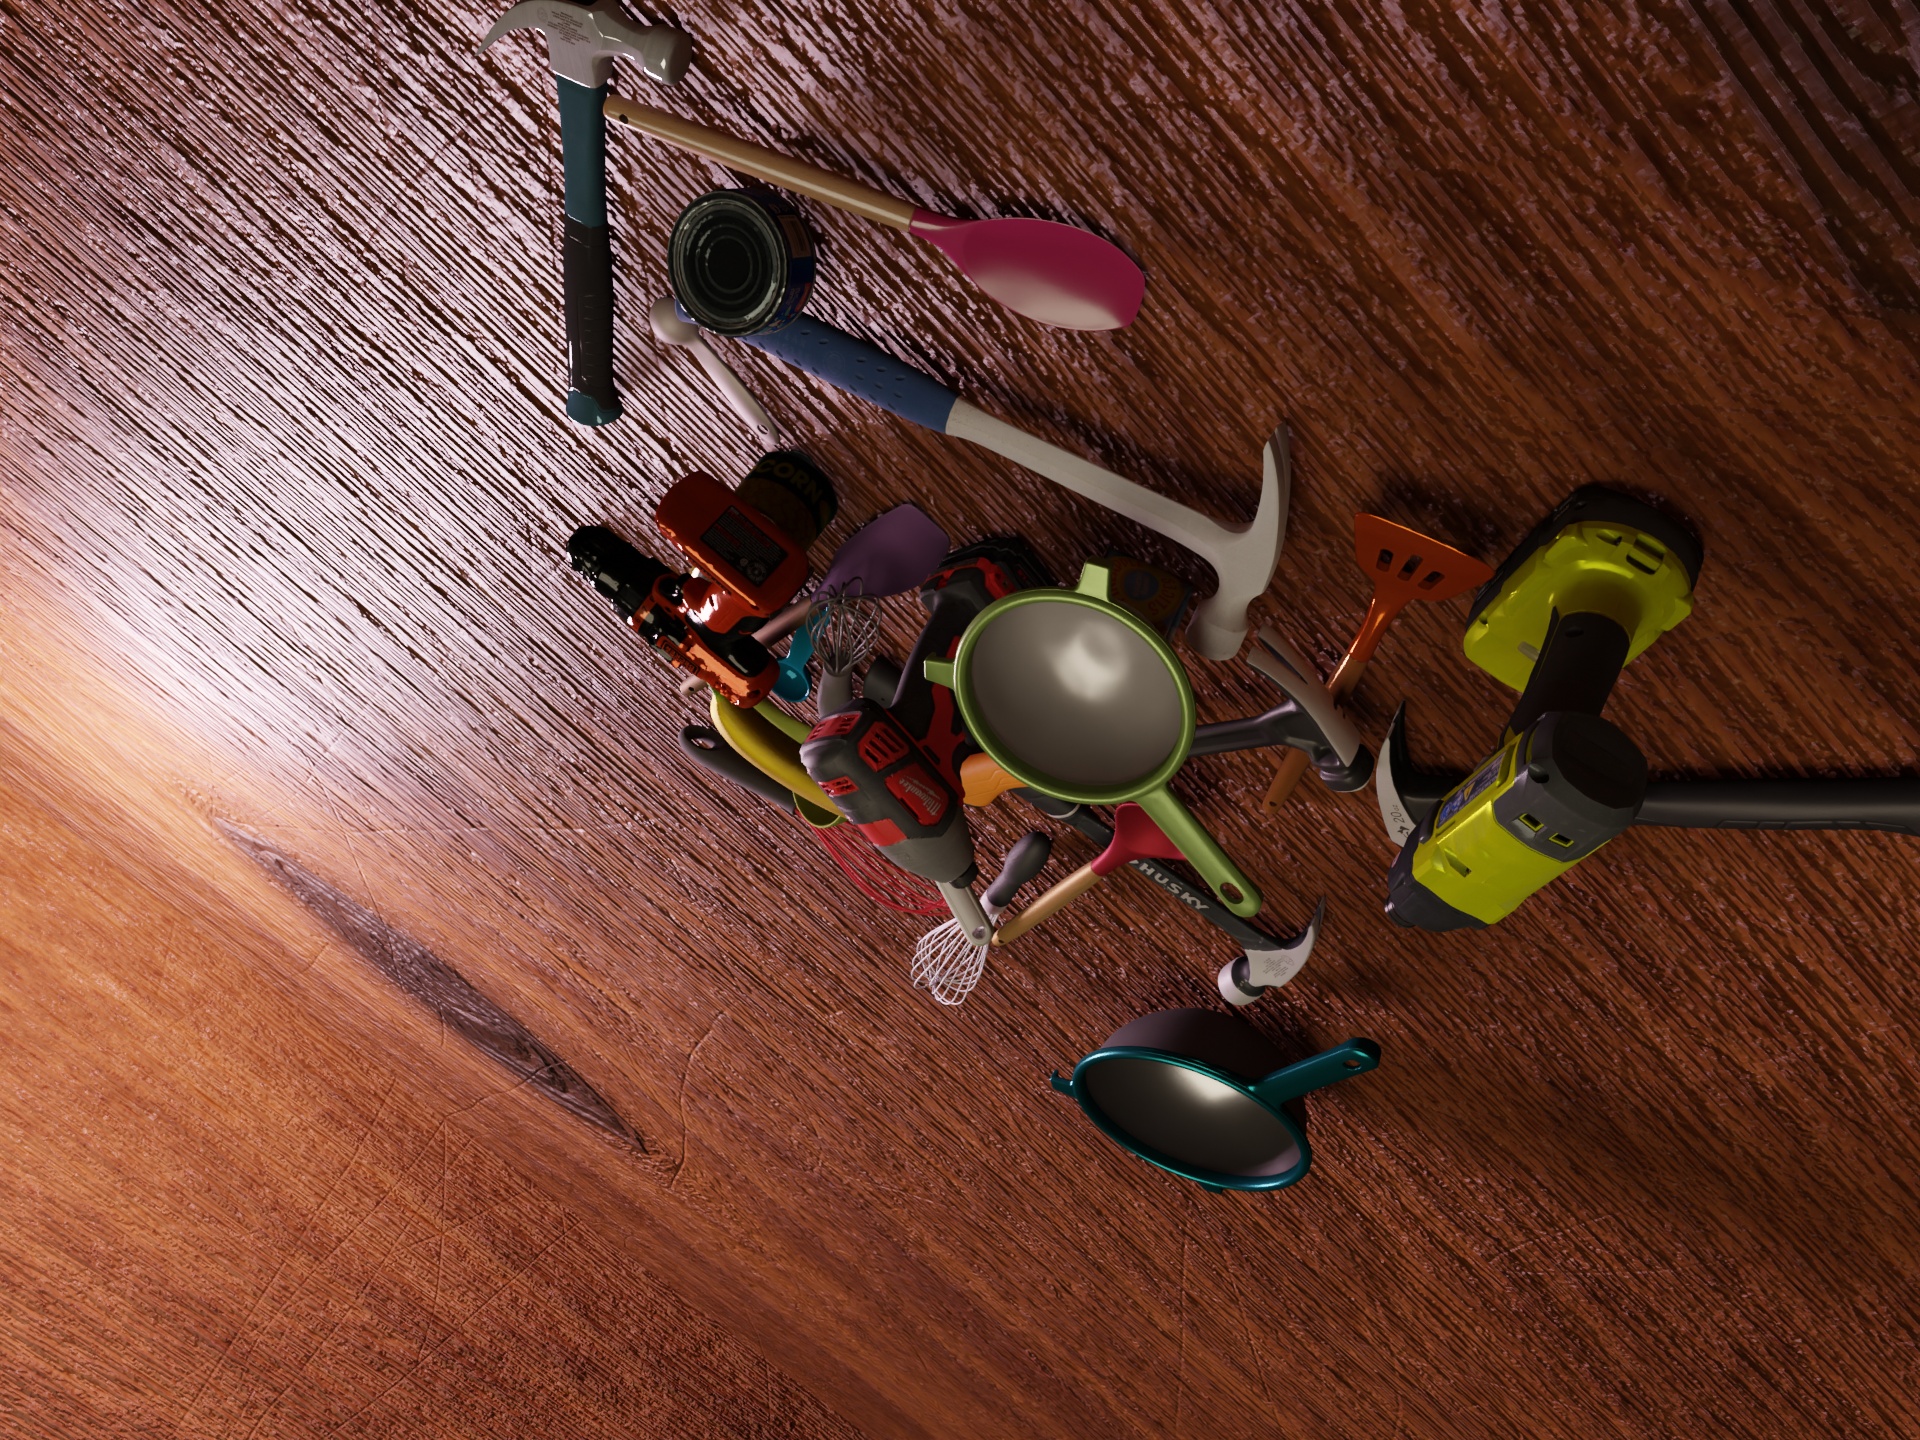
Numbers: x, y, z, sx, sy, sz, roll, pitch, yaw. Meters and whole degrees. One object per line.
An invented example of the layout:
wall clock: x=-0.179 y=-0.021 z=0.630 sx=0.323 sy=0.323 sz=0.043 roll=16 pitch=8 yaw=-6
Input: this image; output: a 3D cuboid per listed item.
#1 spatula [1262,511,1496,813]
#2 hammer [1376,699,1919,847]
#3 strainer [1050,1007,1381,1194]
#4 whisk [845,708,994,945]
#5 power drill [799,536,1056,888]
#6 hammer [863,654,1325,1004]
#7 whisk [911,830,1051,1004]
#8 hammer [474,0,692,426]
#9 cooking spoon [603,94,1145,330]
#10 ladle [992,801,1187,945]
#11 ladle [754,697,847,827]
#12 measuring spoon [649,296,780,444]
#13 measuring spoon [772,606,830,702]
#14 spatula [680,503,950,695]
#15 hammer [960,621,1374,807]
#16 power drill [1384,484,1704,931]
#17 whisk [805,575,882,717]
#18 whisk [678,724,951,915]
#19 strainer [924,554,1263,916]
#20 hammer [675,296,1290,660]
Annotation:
spatula: x=0.237 y=-0.022 z=0.988 sx=0.081 sy=0.041 sz=0.322 roll=25 pitch=146 yaw=8
hammer: x=0.408 y=0.046 z=0.943 sx=0.335 sy=0.035 sz=0.146 roll=-2 pitch=133 yaw=40
strainer: x=0.239 y=0.285 z=1.321 sx=0.211 sy=0.095 sz=0.340 roll=35 pitch=143 yaw=-10
whisk: x=-0.030 y=0.088 z=1.293 sx=0.246 sy=0.058 sz=0.059 roll=63 pitch=180 yaw=-24
power drill: x=-0.002 y=-0.003 z=1.037 sx=0.078 sy=0.220 sz=0.143 roll=-13 pitch=125 yaw=46
hammer: x=0.097 y=0.077 z=1.224 sx=0.409 sy=0.036 sz=0.149 roll=35 pitch=144 yaw=-3
whisk: x=0.019 y=0.170 z=1.387 sx=0.070 sy=0.070 sz=0.284 roll=32 pitch=140 yaw=1
hammer: x=-0.236 y=-0.309 z=1.008 sx=0.128 sy=0.033 sz=0.330 roll=27 pitch=145 yaw=7
cooking spoon: x=-0.049 y=-0.286 z=0.878 sx=0.319 sy=0.017 sz=0.068 roll=21 pitch=145 yaw=3
ladle: x=0.096 y=0.124 z=1.230 sx=0.069 sy=0.031 sz=0.315 roll=35 pitch=145 yaw=-7
ladle: x=-0.201 y=-0.034 z=1.303 sx=0.320 sy=0.062 sz=0.078 roll=43 pitch=130 yaw=-10
measuring spoon: x=-0.164 y=-0.229 z=1.064 sx=0.034 sy=0.018 sz=0.124 roll=-13 pitch=126 yaw=46
measuring spoon: x=-0.119 y=-0.062 z=1.243 sx=0.042 sy=0.021 sz=0.128 roll=33 pitch=136 yaw=1
spatula: x=-0.119 y=-0.078 z=1.186 sx=0.059 sy=0.018 sz=0.316 roll=41 pitch=137 yaw=-23
hammer: x=0.107 y=0.017 z=1.087 sx=0.337 sy=0.034 sz=0.127 roll=-12 pitch=130 yaw=45
power drill: x=0.290 y=0.001 z=0.811 sx=0.080 sy=0.223 sz=0.171 roll=32 pitch=146 yaw=1
whisk: x=-0.090 y=-0.045 z=1.186 sx=0.055 sy=0.055 sz=0.238 roll=29 pitch=160 yaw=4
whisk: x=-0.124 y=0.083 z=1.385 sx=0.296 sy=0.073 sz=0.073 roll=31 pitch=146 yaw=12
strainer: x=0.110 y=0.011 z=0.974 sx=0.151 sy=0.069 sz=0.256 roll=-30 pitch=108 yaw=38
hammer: x=0.007 y=-0.184 z=0.952 sx=0.405 sy=0.035 sz=0.144 roll=28 pitch=128 yaw=12
